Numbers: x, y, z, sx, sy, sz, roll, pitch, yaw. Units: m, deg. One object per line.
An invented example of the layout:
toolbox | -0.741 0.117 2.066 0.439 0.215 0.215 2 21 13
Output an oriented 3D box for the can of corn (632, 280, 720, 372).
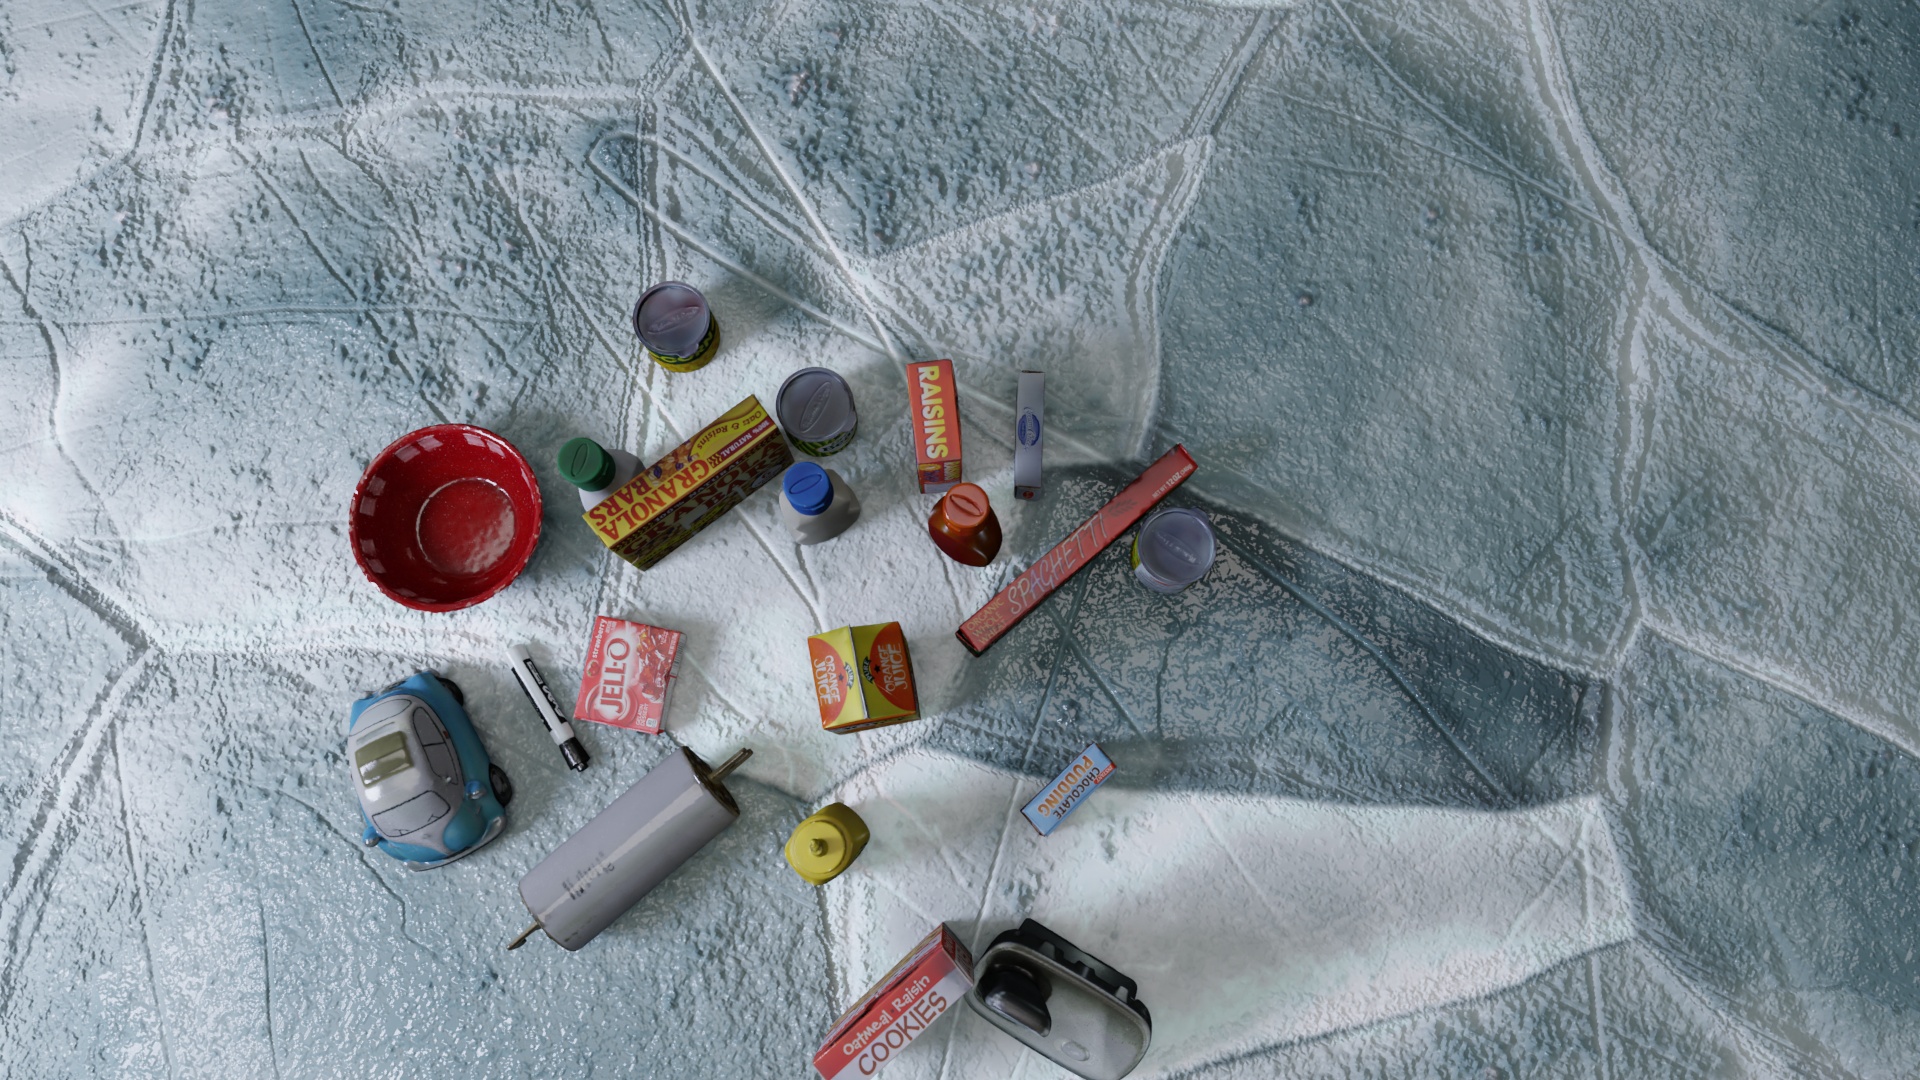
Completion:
can of corn | -0.245 -0.183 1.209 0.071 0.058 0.071 0 80 0

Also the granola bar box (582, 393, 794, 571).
granola bar box | -0.219 -0.044 1.150 0.166 0.124 0.039 -37 82 -6

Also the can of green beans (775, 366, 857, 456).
can of green beans | -0.123 -0.110 1.197 0.071 0.057 0.071 0 80 0

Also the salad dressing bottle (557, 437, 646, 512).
salad dressing bottle | -0.292 -0.050 1.139 0.044 0.147 0.064 17 81 3

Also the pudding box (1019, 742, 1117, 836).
pudding box | 0.089 0.206 1.144 0.084 0.049 0.030 -42 83 -7

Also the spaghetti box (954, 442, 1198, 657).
spaghetti box | 0.098 0.010 1.180 0.250 0.050 0.029 -40 82 -7

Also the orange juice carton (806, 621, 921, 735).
orange juice carton | -0.074 0.109 1.088 0.073 0.192 0.072 -10 80 -2

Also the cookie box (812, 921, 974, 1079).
cookie box | -0.048 0.353 1.056 0.123 0.167 0.040 -41 83 -7

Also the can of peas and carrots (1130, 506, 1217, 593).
can of peas and carrots | 0.180 0.007 1.176 0.071 0.058 0.071 0 80 0

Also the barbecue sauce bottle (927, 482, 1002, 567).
barbecue sauce bottle | 0.004 -0.014 1.134 0.065 0.148 0.044 31 82 5

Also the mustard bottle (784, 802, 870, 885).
mustard bottle | -0.106 0.238 1.081 0.049 0.160 0.065 44 83 7

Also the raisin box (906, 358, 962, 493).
raisin box | -0.021 -0.093 1.161 0.040 0.123 0.086 -6 80 -1

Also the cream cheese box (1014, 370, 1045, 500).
cream cheese box | 0.059 -0.089 1.196 0.024 0.053 0.104 2 80 0

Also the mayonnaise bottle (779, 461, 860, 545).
mayonnaise bottle | -0.118 -0.032 1.136 0.065 0.148 0.041 -28 81 -5
